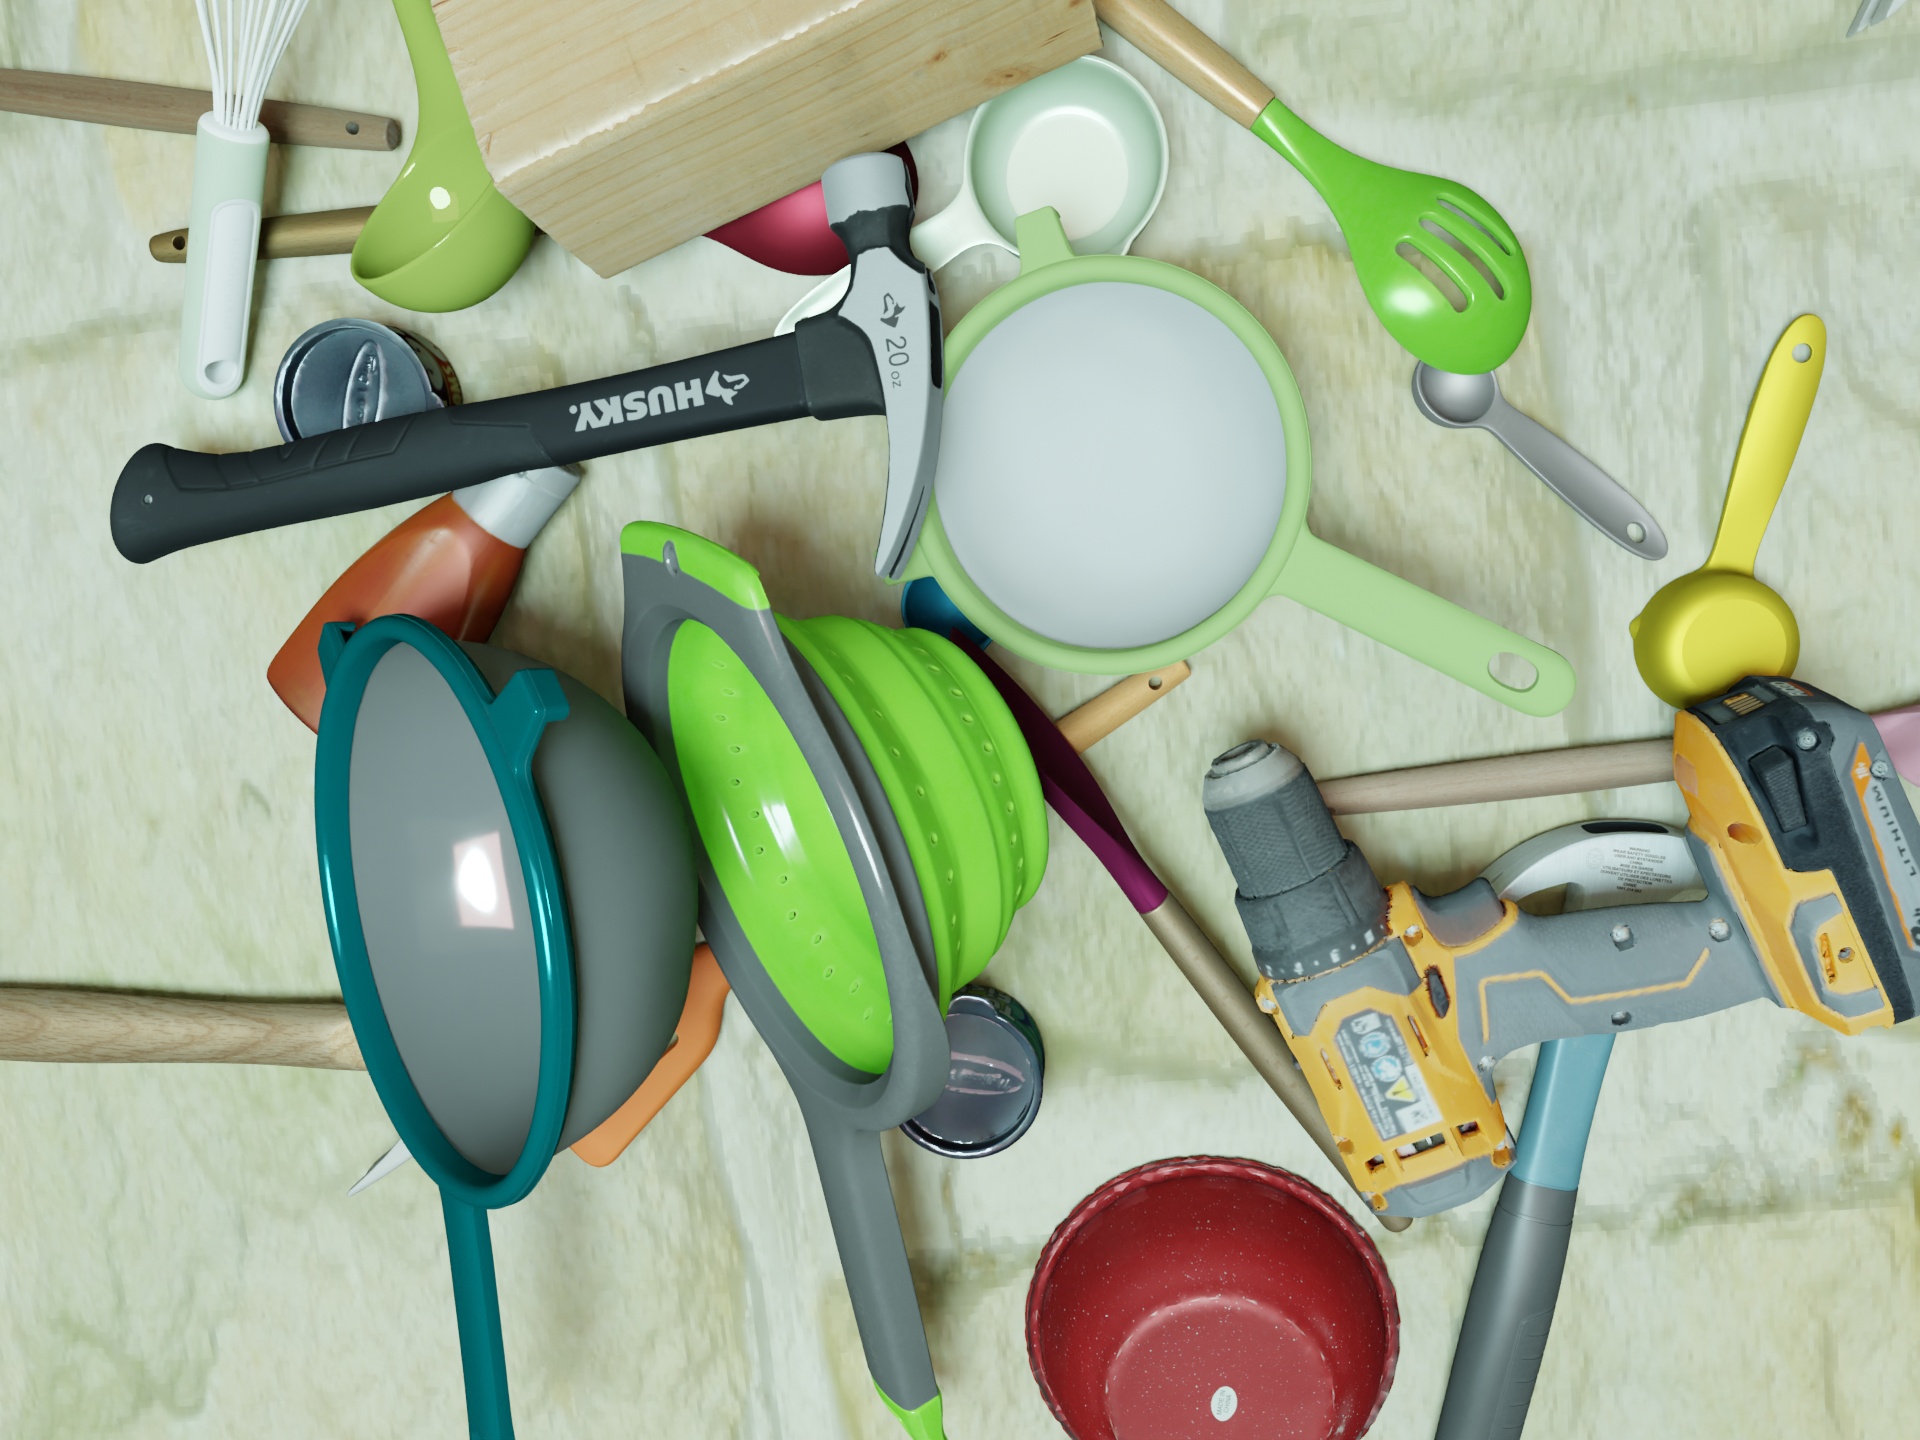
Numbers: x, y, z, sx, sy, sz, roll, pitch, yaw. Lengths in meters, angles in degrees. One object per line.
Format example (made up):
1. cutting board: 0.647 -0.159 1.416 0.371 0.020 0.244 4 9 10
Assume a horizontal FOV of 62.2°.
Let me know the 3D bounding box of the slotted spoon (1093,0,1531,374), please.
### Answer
1. slotted spoon: 0.092 -0.243 0.598 0.314 0.031 0.070 39 75 1

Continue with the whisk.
1. whisk: -0.268 -0.228 0.591 0.059 0.057 0.246 45 129 29

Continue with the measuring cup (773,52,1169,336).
1. measuring cup: 0.002 -0.188 0.612 0.167 0.038 0.083 -30 95 11

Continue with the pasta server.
1. pasta server: 0.290 0.019 0.617 0.316 0.040 0.060 -7 137 8

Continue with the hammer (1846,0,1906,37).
1. hammer: 0.173 -0.379 0.567 0.410 0.038 0.146 19 101 2

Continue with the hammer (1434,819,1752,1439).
1. hammer: 0.237 0.201 0.652 0.128 0.033 0.331 10 100 3

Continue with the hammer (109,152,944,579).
1. hammer: -0.168 -0.101 0.597 0.335 0.035 0.146 -9 90 11

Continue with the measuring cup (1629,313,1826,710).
1. measuring cup: 0.303 -0.076 0.604 0.062 0.029 0.156 12 102 3

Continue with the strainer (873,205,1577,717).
1. strainer: 0.105 -0.072 0.591 0.256 0.069 0.151 28 108 10

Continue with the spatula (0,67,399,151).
1. spatula: -0.381 -0.257 0.645 0.316 0.018 0.060 9 99 5

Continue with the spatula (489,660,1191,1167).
1. spatula: -0.043 0.066 0.654 0.322 0.041 0.081 -34 94 8

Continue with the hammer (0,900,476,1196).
1. hammer: -0.367 0.138 0.699 0.331 0.031 0.130 1 98 6

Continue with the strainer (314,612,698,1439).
1. strainer: -0.155 0.125 0.599 0.211 0.095 0.340 11 107 49

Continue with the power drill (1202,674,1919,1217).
1. power drill: 0.212 0.060 0.576 0.226 0.084 0.185 -25 96 14

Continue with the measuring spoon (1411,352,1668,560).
1. measuring spoon: 0.223 -0.100 0.617 0.124 0.018 0.034 37 74 -6

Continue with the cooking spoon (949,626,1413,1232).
1. cooking spoon: 0.090 0.090 0.628 0.017 0.069 0.318 -35 105 13

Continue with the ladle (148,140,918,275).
1. ladle: -0.174 -0.202 0.632 0.315 0.031 0.069 -3 96 7

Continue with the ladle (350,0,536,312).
1. ladle: -0.223 -0.307 0.591 0.078 0.062 0.320 -15 89 27

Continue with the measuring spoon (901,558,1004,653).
1. measuring spoon: -0.001 -0.002 0.639 0.042 0.021 0.128 -2 87 4

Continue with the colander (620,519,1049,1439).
1. colander: -0.021 0.106 0.596 0.094 0.205 0.396 -23 116 -26
